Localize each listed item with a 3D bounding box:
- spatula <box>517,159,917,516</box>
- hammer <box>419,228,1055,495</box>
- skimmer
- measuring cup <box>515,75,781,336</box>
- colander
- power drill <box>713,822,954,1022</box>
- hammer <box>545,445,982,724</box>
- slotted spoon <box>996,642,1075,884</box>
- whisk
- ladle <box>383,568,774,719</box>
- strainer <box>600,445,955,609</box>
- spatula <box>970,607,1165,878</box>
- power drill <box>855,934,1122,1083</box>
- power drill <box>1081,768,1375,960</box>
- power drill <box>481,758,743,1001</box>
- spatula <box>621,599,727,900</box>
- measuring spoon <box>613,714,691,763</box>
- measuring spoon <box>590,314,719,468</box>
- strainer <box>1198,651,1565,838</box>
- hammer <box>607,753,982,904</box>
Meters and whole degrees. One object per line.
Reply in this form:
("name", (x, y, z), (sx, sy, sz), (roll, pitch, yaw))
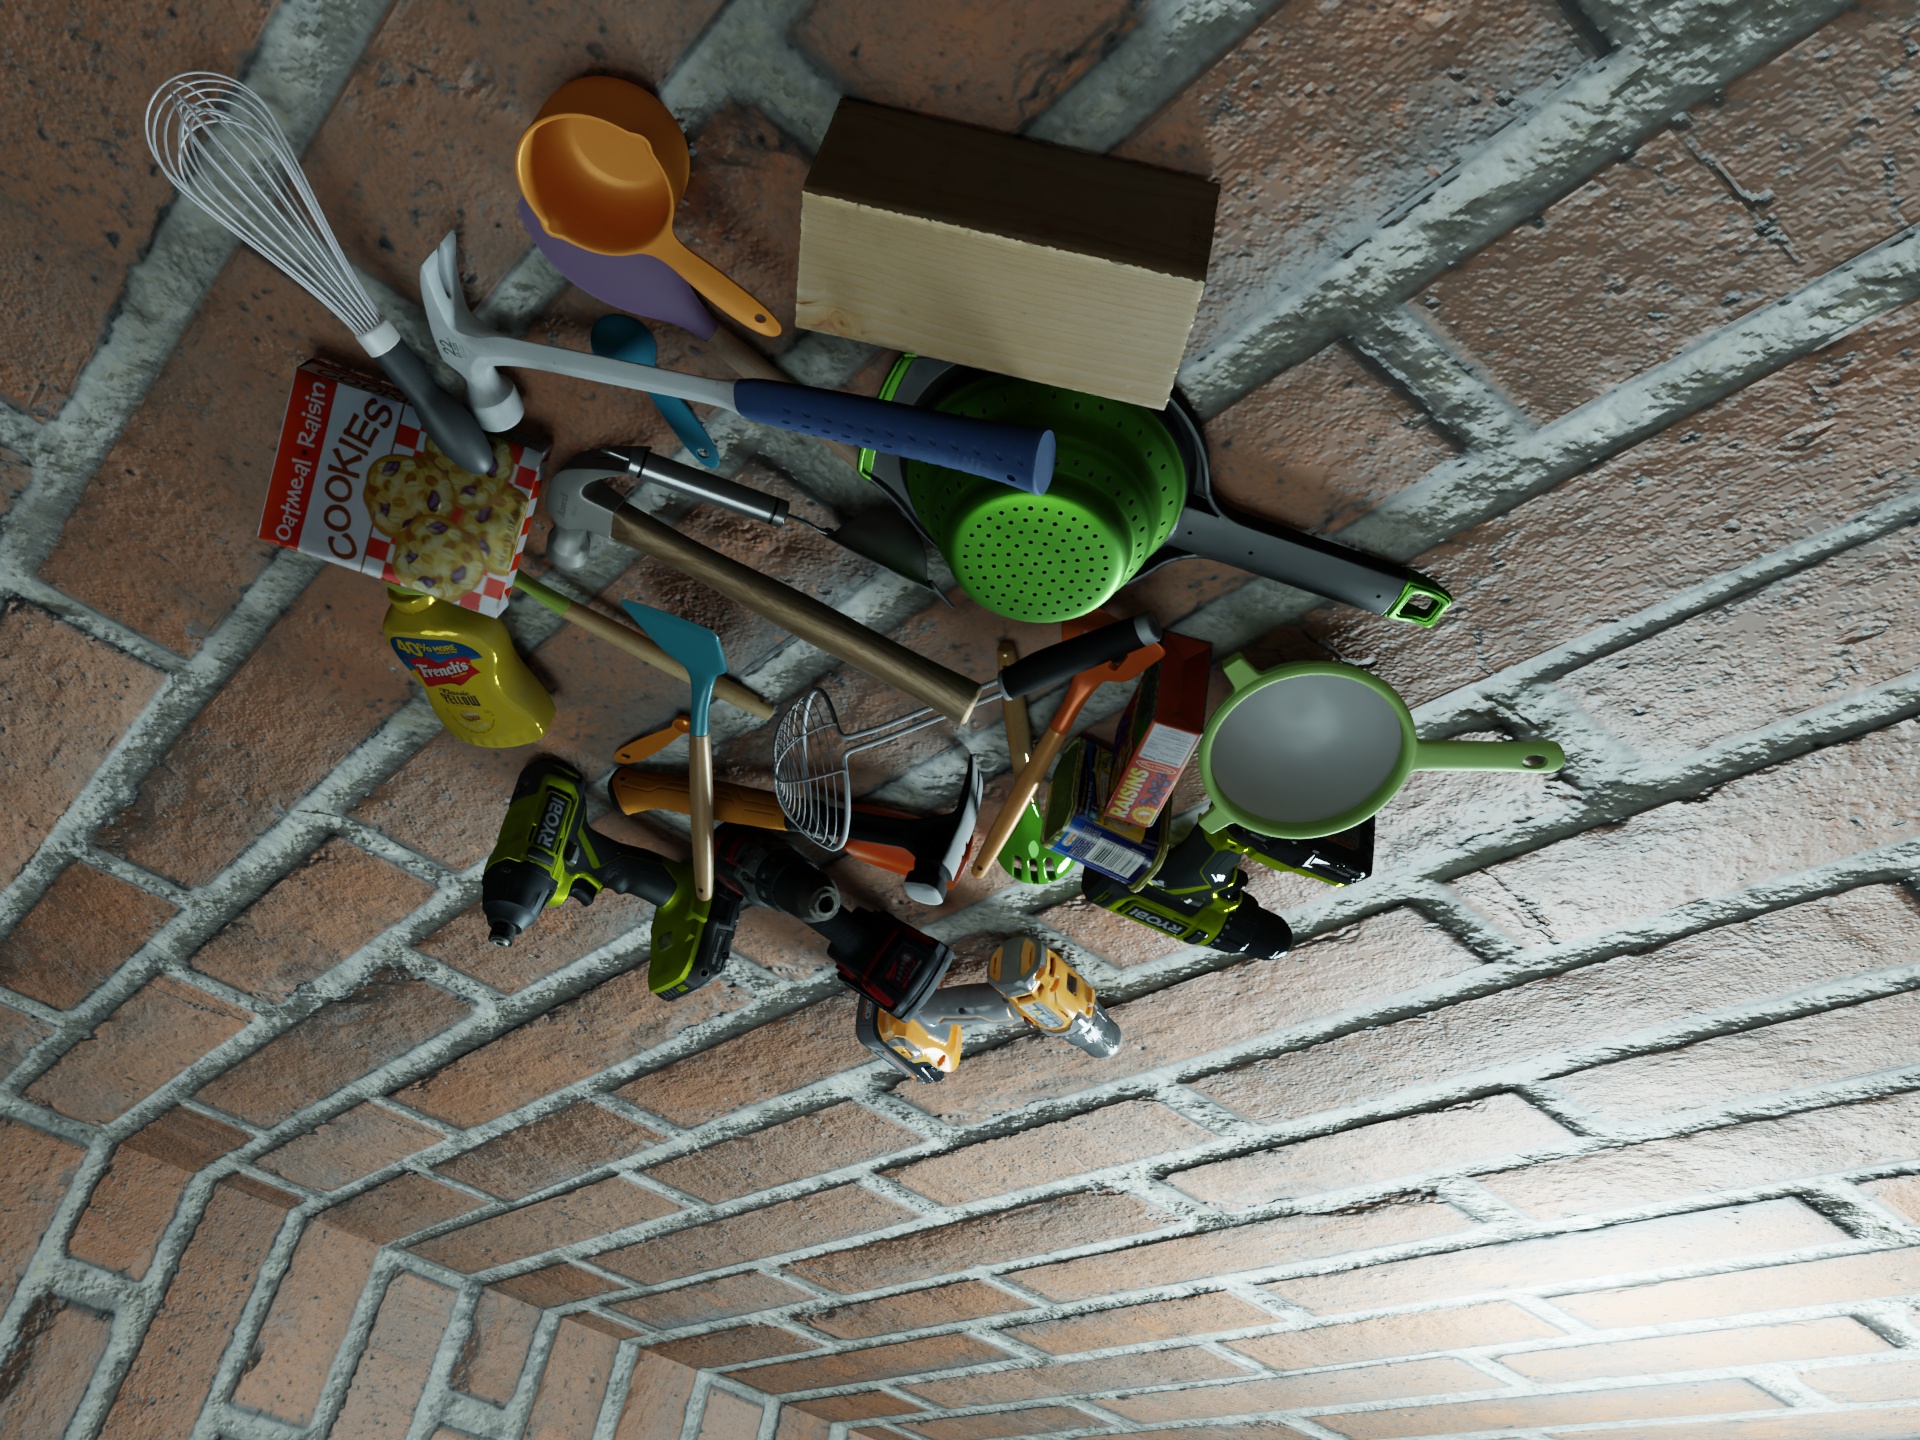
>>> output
("spatula", (-0.136, -0.223, 0.986), (0.059, 0.018, 0.315), (-38, 123, 26))
("hammer", (-0.140, -0.196, 0.939), (0.405, 0.035, 0.143), (15, 149, 17))
("skimmer", (-0.002, -0.004, 1.174), (0.363, 0.127, 0.090), (-21, 162, 29))
("measuring cup", (-0.163, -0.284, 0.889), (0.173, 0.052, 0.095), (35, 138, -31))
("colander", (0.127, -0.105, 0.992), (0.397, 0.095, 0.204), (17, 138, -9))
("power drill", (-0.109, 0.176, 1.403), (0.226, 0.080, 0.188), (42, 167, -32))
("hammer", (-0.136, -0.088, 1.100), (0.331, 0.031, 0.130), (28, 142, 1))
("slotted spoon", (0.051, 0.047, 1.282), (0.070, 0.031, 0.313), (1, 141, 10))
("whisk", (-0.372, -0.259, 0.960), (0.070, 0.070, 0.284), (-10, 134, 27))
("ladle", (-0.284, -0.065, 1.211), (0.320, 0.078, 0.062), (29, 114, -28))
("strainer", (-0.112, -0.137, 1.053), (0.258, 0.087, 0.050), (18, 99, -19))
("spatula", (0.063, 0.026, 1.211), (0.081, 0.041, 0.322), (30, 133, 4))
("power drill", (0.034, 0.297, 1.576), (0.226, 0.084, 0.185), (-20, 134, 30))
("power drill", (0.230, 0.120, 1.286), (0.190, 0.080, 0.228), (24, 145, -14))
("power drill", (-0.312, 0.155, 1.415), (0.223, 0.171, 0.080), (31, 140, -29))
("spatula", (-0.212, 0.033, 1.249), (0.082, 0.044, 0.317), (19, 131, 17))
("measuring spoon", (-0.260, 0.016, 1.349), (0.021, 0.011, 0.117), (36, 141, -28))
("measuring spoon", (-0.194, -0.205, 1.025), (0.042, 0.021, 0.128), (-10, 136, 27))
("strainer", (0.294, 0.008, 1.131), (0.256, 0.069, 0.151), (2, 125, -1))
("hammer", (-0.147, 0.069, 1.329), (0.337, 0.127, 0.034), (7, 146, 24))
